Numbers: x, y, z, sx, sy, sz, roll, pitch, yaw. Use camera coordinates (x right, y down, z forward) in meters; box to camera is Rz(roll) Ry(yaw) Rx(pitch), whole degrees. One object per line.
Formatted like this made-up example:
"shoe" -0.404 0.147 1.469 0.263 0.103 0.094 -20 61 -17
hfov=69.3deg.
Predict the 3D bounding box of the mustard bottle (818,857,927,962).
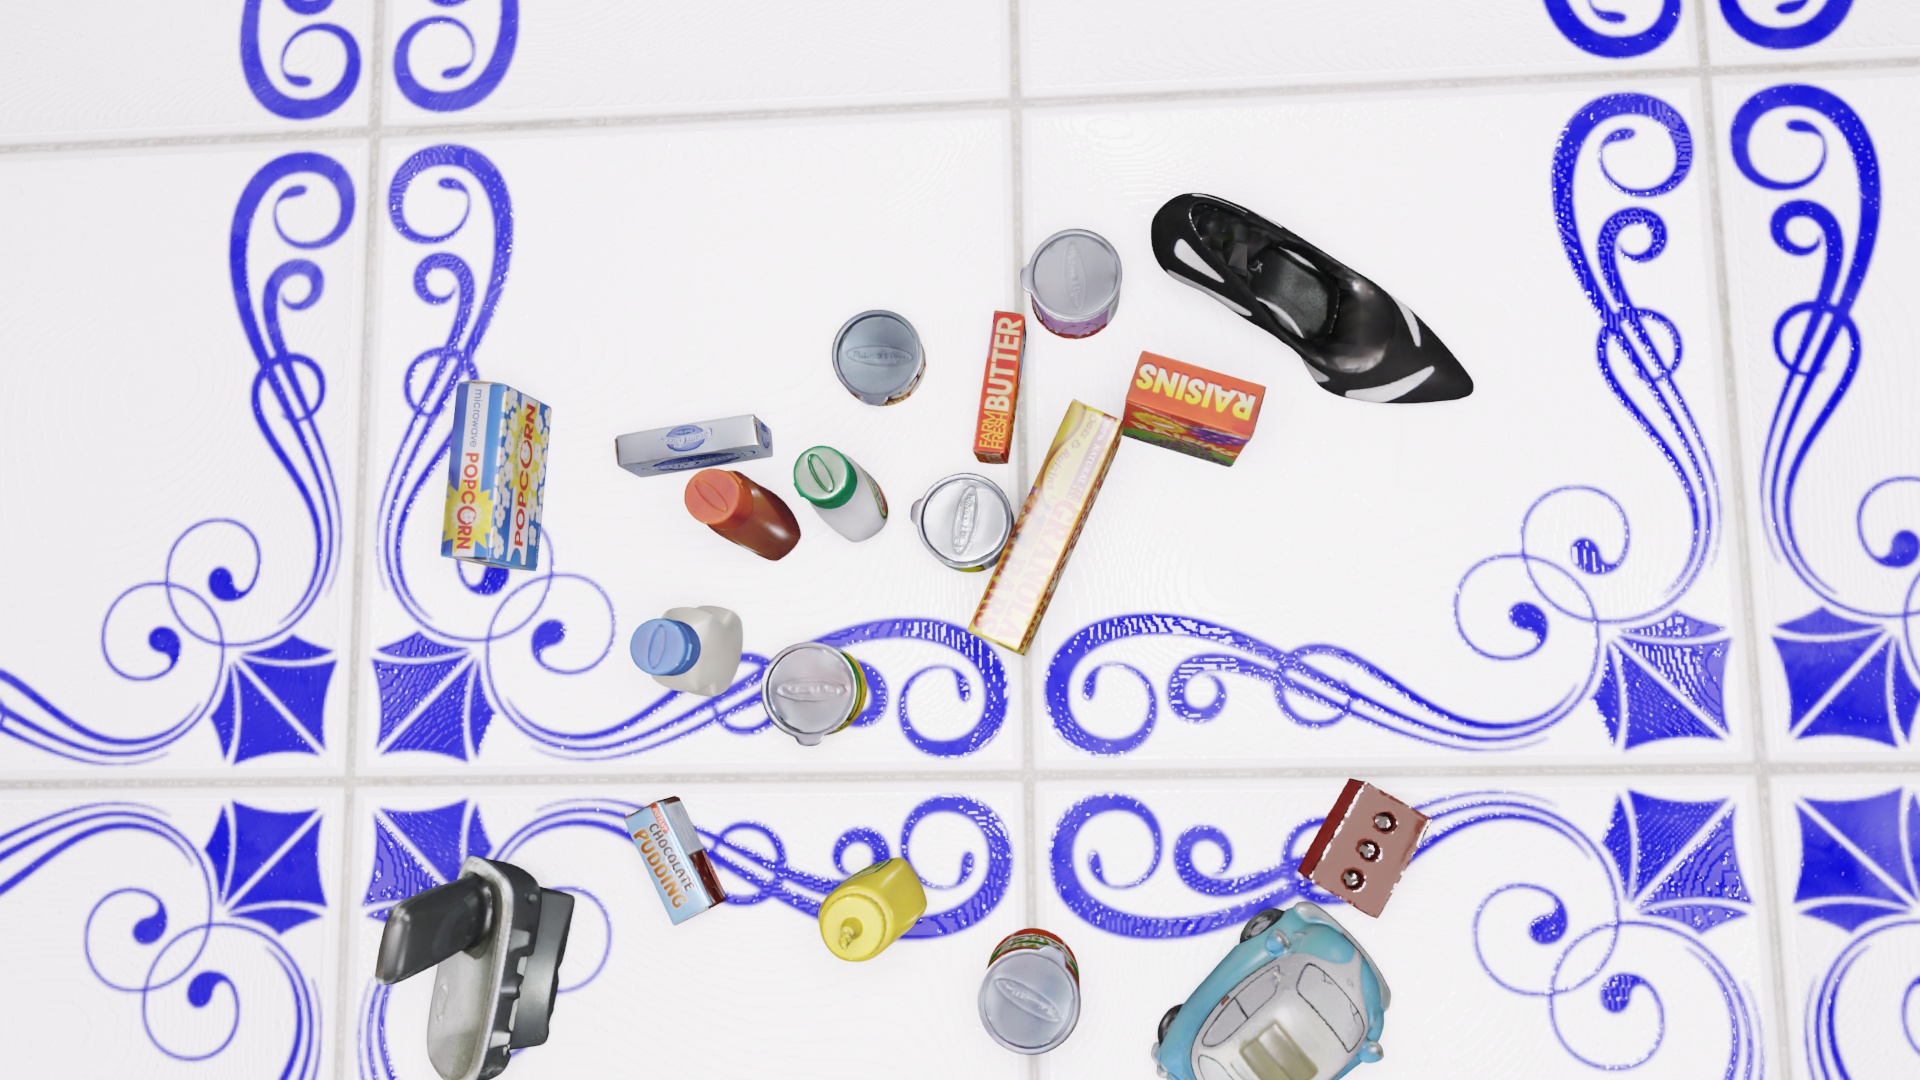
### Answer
"mustard bottle" -0.061 0.243 0.905 0.065 0.160 0.049 -29 82 1

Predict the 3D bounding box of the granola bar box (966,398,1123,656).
"granola bar box" 0.060 -0.004 0.943 0.039 0.124 0.165 24 86 7

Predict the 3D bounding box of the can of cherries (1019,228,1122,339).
"can of cherries" 0.079 -0.183 0.996 0.071 0.058 0.071 0 84 5

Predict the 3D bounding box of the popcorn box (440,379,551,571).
"popcorn box" -0.332 -0.045 0.998 0.038 0.085 0.127 3 84 5

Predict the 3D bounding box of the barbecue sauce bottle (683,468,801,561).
"barbecue sauce bottle" -0.151 -0.021 0.949 0.065 0.148 0.043 44 89 8

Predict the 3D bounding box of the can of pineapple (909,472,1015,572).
"can of pineapple" 0.004 -0.012 0.982 0.071 0.058 0.071 0 84 5

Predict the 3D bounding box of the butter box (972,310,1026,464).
"butter box" 0.029 -0.108 0.994 0.024 0.053 0.103 8 84 5

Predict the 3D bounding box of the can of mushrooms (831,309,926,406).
"can of mushrooms" -0.059 -0.130 1.013 0.071 0.033 0.071 0 83 4

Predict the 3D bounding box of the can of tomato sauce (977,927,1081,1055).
"can of tomato sauce" 0.048 0.297 0.929 0.071 0.083 0.071 -1 84 5

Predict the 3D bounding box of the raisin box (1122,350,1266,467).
"raisin box" 0.155 -0.087 0.946 0.086 0.123 0.040 18 86 6

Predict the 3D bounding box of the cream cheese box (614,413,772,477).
"cream cheese box" -0.191 -0.068 1.006 0.104 0.053 0.024 -9 83 3

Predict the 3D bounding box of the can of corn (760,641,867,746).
"can of corn" -0.102 0.108 0.976 0.071 0.058 0.071 0 84 5

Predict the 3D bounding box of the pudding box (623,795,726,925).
"pudding box" -0.199 0.224 0.974 0.030 0.049 0.084 -28 82 1

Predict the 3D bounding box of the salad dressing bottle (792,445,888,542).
"salad dressing bottle" -0.082 -0.034 0.946 0.044 0.147 0.064 -30 82 1

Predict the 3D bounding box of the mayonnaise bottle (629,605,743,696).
"mayonnaise bottle" -0.184 0.073 0.941 0.041 0.148 0.065 10 85 6
